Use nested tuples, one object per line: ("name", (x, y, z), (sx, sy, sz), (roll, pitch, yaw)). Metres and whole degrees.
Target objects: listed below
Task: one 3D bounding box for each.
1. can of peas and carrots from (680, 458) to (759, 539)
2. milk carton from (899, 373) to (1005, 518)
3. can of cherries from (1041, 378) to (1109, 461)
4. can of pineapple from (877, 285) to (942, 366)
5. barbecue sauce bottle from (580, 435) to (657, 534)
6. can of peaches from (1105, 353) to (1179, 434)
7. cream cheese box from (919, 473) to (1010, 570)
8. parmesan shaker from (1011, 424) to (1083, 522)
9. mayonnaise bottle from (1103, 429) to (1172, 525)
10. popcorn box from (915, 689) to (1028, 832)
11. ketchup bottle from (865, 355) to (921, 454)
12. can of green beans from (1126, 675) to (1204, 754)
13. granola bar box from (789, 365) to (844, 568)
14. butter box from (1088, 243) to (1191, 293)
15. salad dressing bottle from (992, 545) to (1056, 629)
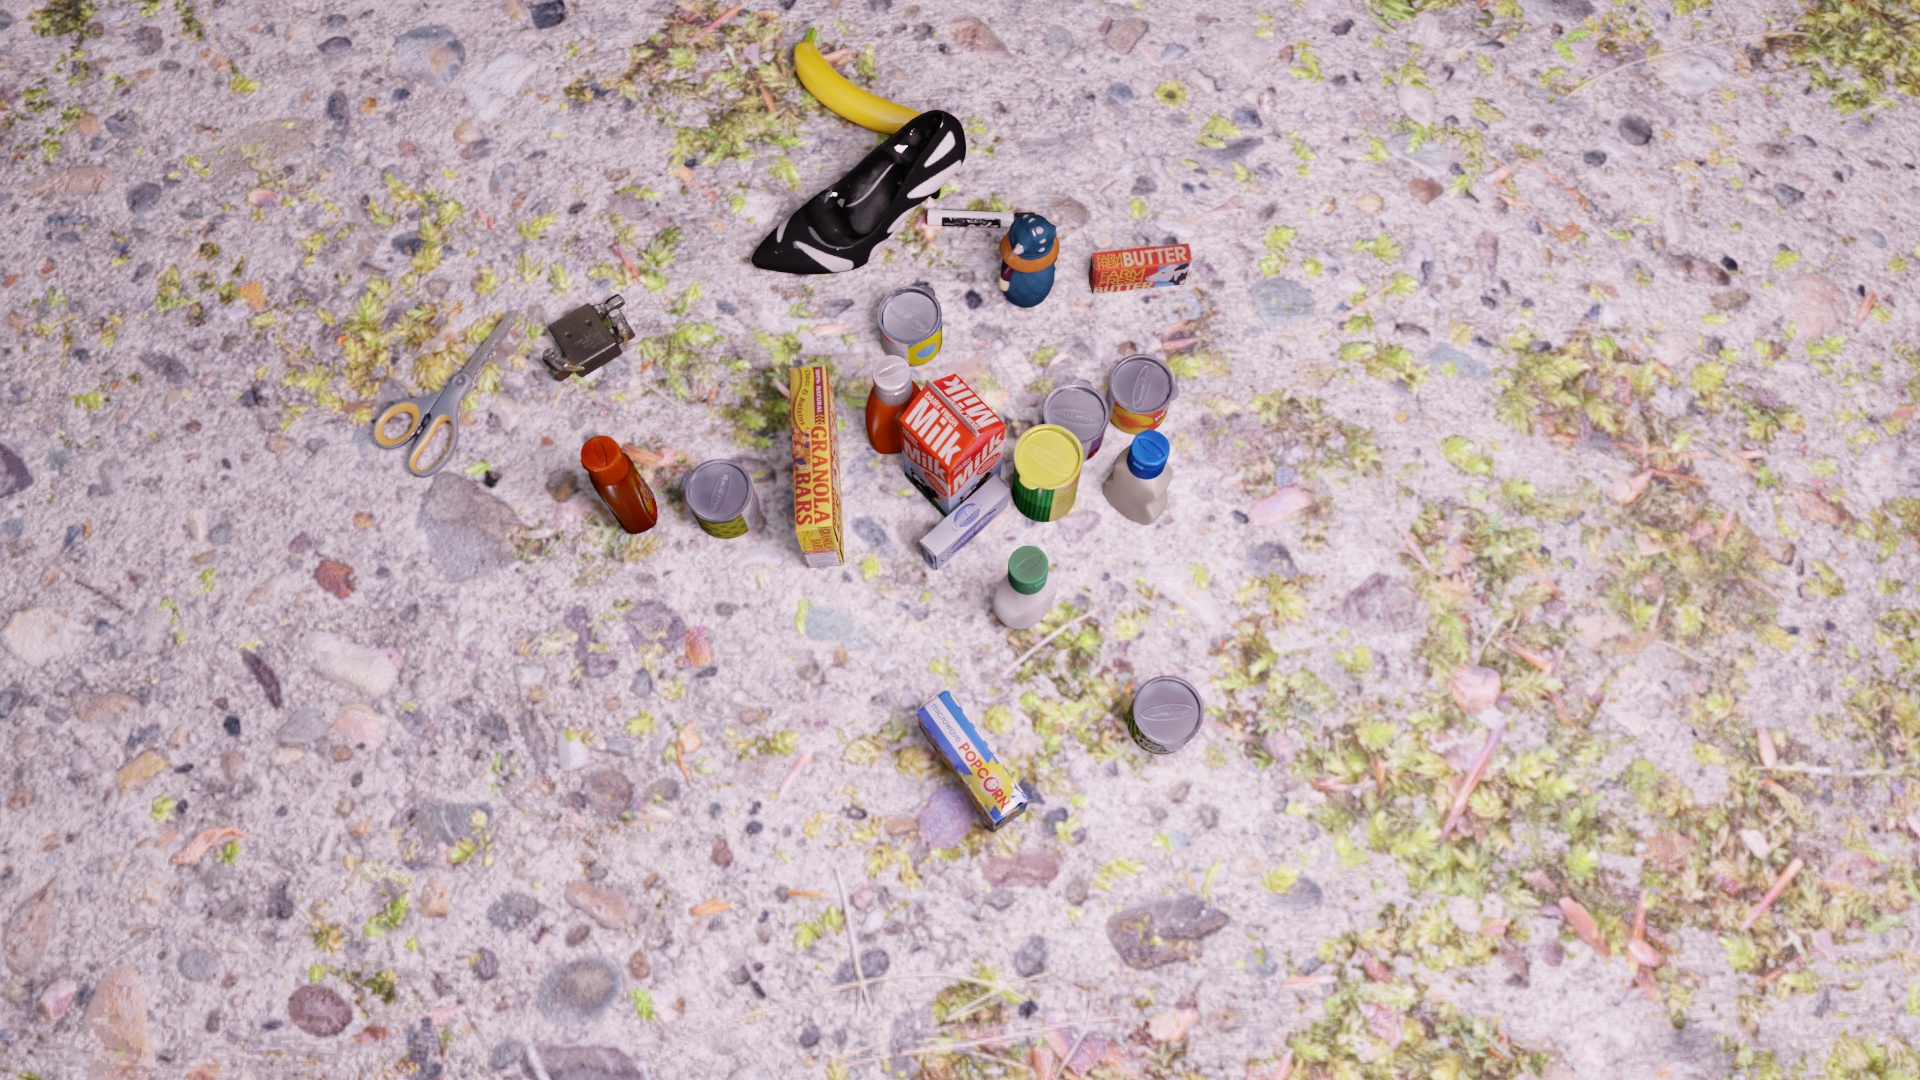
("can of peas and carrots", (-0.238, -0.041, 1.376), (0.071, 0.058, 0.071), (0, 72, 0))
("milk carton", (-0.008, -0.093, 1.325), (0.073, 0.190, 0.072), (-41, 76, -12))
("can of cherries", (0.116, -0.120, 1.404), (0.071, 0.058, 0.071), (0, 72, 0))
("can of pineapple", (-0.050, -0.222, 1.438), (0.071, 0.057, 0.071), (0, 72, 0))
("barbecue sauce bottle", (-0.329, -0.057, 1.334), (0.044, 0.148, 0.065), (-22, 73, -7))
("can of peaches", (0.184, -0.147, 1.413), (0.071, 0.058, 0.071), (0, 72, 0))
("cream cheese box", (0.005, -0.017, 1.372), (0.104, 0.053, 0.024), (-42, 77, -13))
("parmesan shaker", (0.082, -0.062, 1.361), (0.071, 0.102, 0.071), (0, 72, 0))
("mayonnaise bottle", (0.175, -0.062, 1.337), (0.065, 0.147, 0.041), (36, 76, 11))
("popcorn box", (0.010, 0.204, 1.281), (0.038, 0.085, 0.127), (-34, 75, -10))
("ketchup bottle", (-0.063, -0.133, 1.360), (0.065, 0.148, 0.043), (-25, 74, -8))
("can of green beans", (0.192, 0.165, 1.308), (0.071, 0.057, 0.071), (0, 72, 0))
("granola bar box", (-0.139, -0.070, 1.352), (0.039, 0.124, 0.166), (-4, 72, -1))
("butter box", (0.188, -0.286, 1.463), (0.103, 0.053, 0.024), (-6, 72, -2))
("salad dressing bottle", (0.061, 0.043, 1.302), (0.064, 0.147, 0.044), (-32, 75, -10))
